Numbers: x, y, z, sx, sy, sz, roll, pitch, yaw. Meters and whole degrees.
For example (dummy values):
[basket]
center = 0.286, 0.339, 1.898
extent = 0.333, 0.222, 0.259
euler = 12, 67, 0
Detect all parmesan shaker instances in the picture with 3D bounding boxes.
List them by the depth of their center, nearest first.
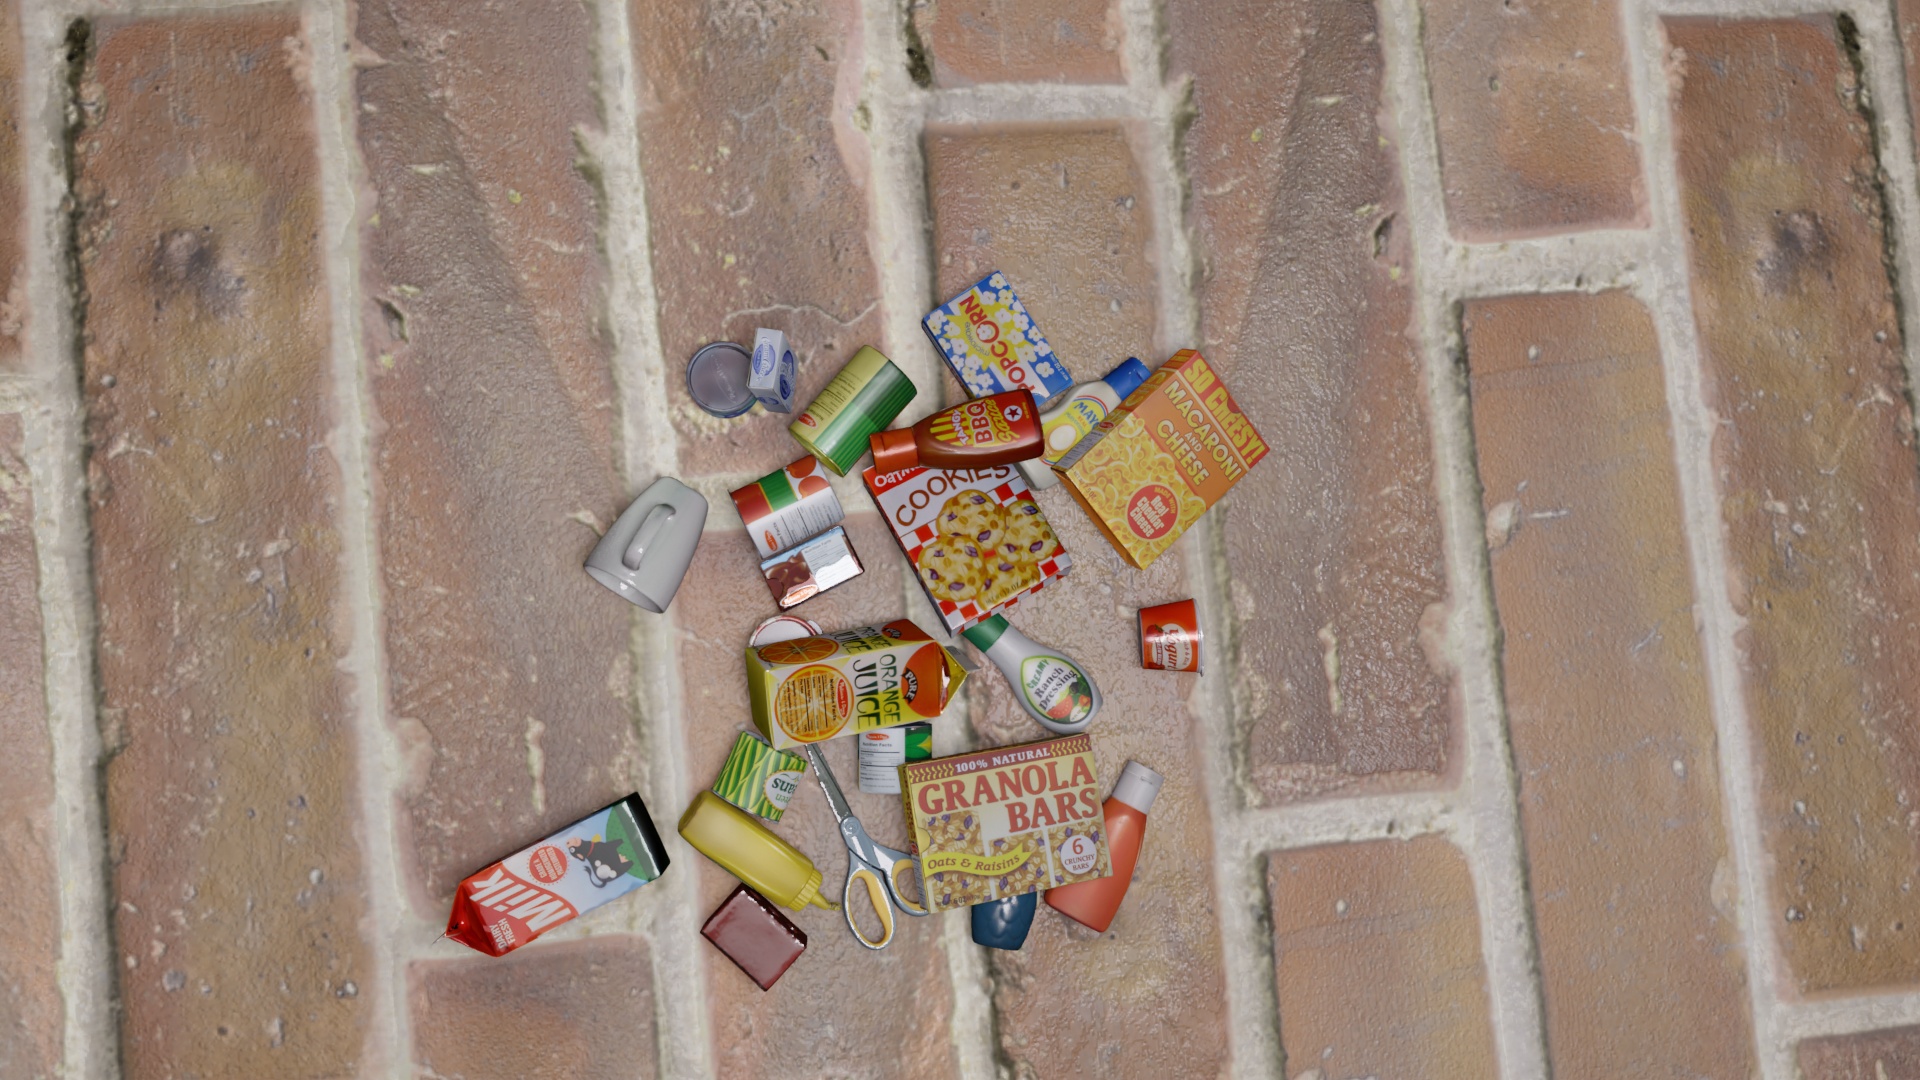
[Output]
[parmesan shaker]
center = -0.094, -0.115, 1.242
extent = 0.071, 0.071, 0.103
euler = 42, 83, -1

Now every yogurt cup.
[yogurt cup]
center = 0.189, 0.087, 1.254
extent = 0.054, 0.072, 0.072
euler = -4, 86, 3

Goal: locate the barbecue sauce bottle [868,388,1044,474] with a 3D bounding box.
[barbecue sauce bottle]
center = -0.004, -0.089, 1.217
extent = 0.149, 0.043, 0.065
euler = -12, 62, -5

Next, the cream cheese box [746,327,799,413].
[cream cheese box]
center = -0.164, -0.148, 1.222
extent = 0.024, 0.103, 0.053
euler = 7, 84, 2

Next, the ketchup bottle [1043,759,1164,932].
[ketchup bottle]
center = 0.134, 0.270, 1.243
extent = 0.065, 0.043, 0.149
euler = 29, 83, -3

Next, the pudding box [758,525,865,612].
[pudding box]
center = -0.133, 0.025, 1.247
extent = 0.084, 0.030, 0.049
euler = -26, 89, -7

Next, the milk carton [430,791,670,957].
[milk carton]
center = -0.352, 0.292, 1.183
extent = 0.191, 0.072, 0.073
euler = -26, 89, -6

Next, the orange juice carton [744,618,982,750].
[orange juice carton]
center = -0.082, 0.118, 1.201
extent = 0.193, 0.072, 0.072
euler = -9, 105, -21

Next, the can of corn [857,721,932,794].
[can of corn]
center = -0.056, 0.190, 1.223
extent = 0.071, 0.071, 0.058
euler = 0, 86, -5

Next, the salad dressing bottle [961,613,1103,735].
[salad dressing bottle]
center = 0.060, 0.112, 1.249
extent = 0.147, 0.044, 0.064
euler = 41, 83, 2

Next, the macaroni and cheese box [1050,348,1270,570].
[macaroni and cheese box]
center = 0.184, -0.074, 1.260
extent = 0.166, 0.040, 0.123
euler = -43, 110, -7

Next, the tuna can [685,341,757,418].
[tuna can]
center = -0.210, -0.145, 1.253
extent = 0.071, 0.033, 0.071
euler = 0, 85, -5

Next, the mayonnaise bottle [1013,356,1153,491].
[mayonnaise bottle]
center = 0.111, -0.111, 1.274
extent = 0.148, 0.041, 0.064
euler = -38, 96, -7

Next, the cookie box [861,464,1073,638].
[cookie box]
center = 0.004, -0.016, 1.239
extent = 0.123, 0.040, 0.168
euler = -28, 75, -10

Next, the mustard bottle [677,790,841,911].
[mustard bottle]
center = -0.170, 0.279, 1.207
extent = 0.160, 0.065, 0.049
euler = 38, 81, -9

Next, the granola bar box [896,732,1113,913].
[granola bar box]
center = 0.039, 0.238, 1.184
extent = 0.166, 0.039, 0.124
euler = -8, 84, -15

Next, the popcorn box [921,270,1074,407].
[popcorn box]
center = 0.033, -0.172, 1.274
extent = 0.085, 0.038, 0.126
euler = -33, 89, -8

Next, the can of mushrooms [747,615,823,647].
[can of mushrooms]
center = -0.154, 0.098, 1.237
extent = 0.071, 0.033, 0.071
euler = 0, 85, -4

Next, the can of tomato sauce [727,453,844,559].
[can of tomato sauce]
center = -0.154, -0.032, 1.232
extent = 0.083, 0.071, 0.071
euler = -27, 88, -7

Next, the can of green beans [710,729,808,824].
[can of green beans]
center = -0.174, 0.205, 1.210
extent = 0.071, 0.071, 0.058
euler = 27, 83, -2
